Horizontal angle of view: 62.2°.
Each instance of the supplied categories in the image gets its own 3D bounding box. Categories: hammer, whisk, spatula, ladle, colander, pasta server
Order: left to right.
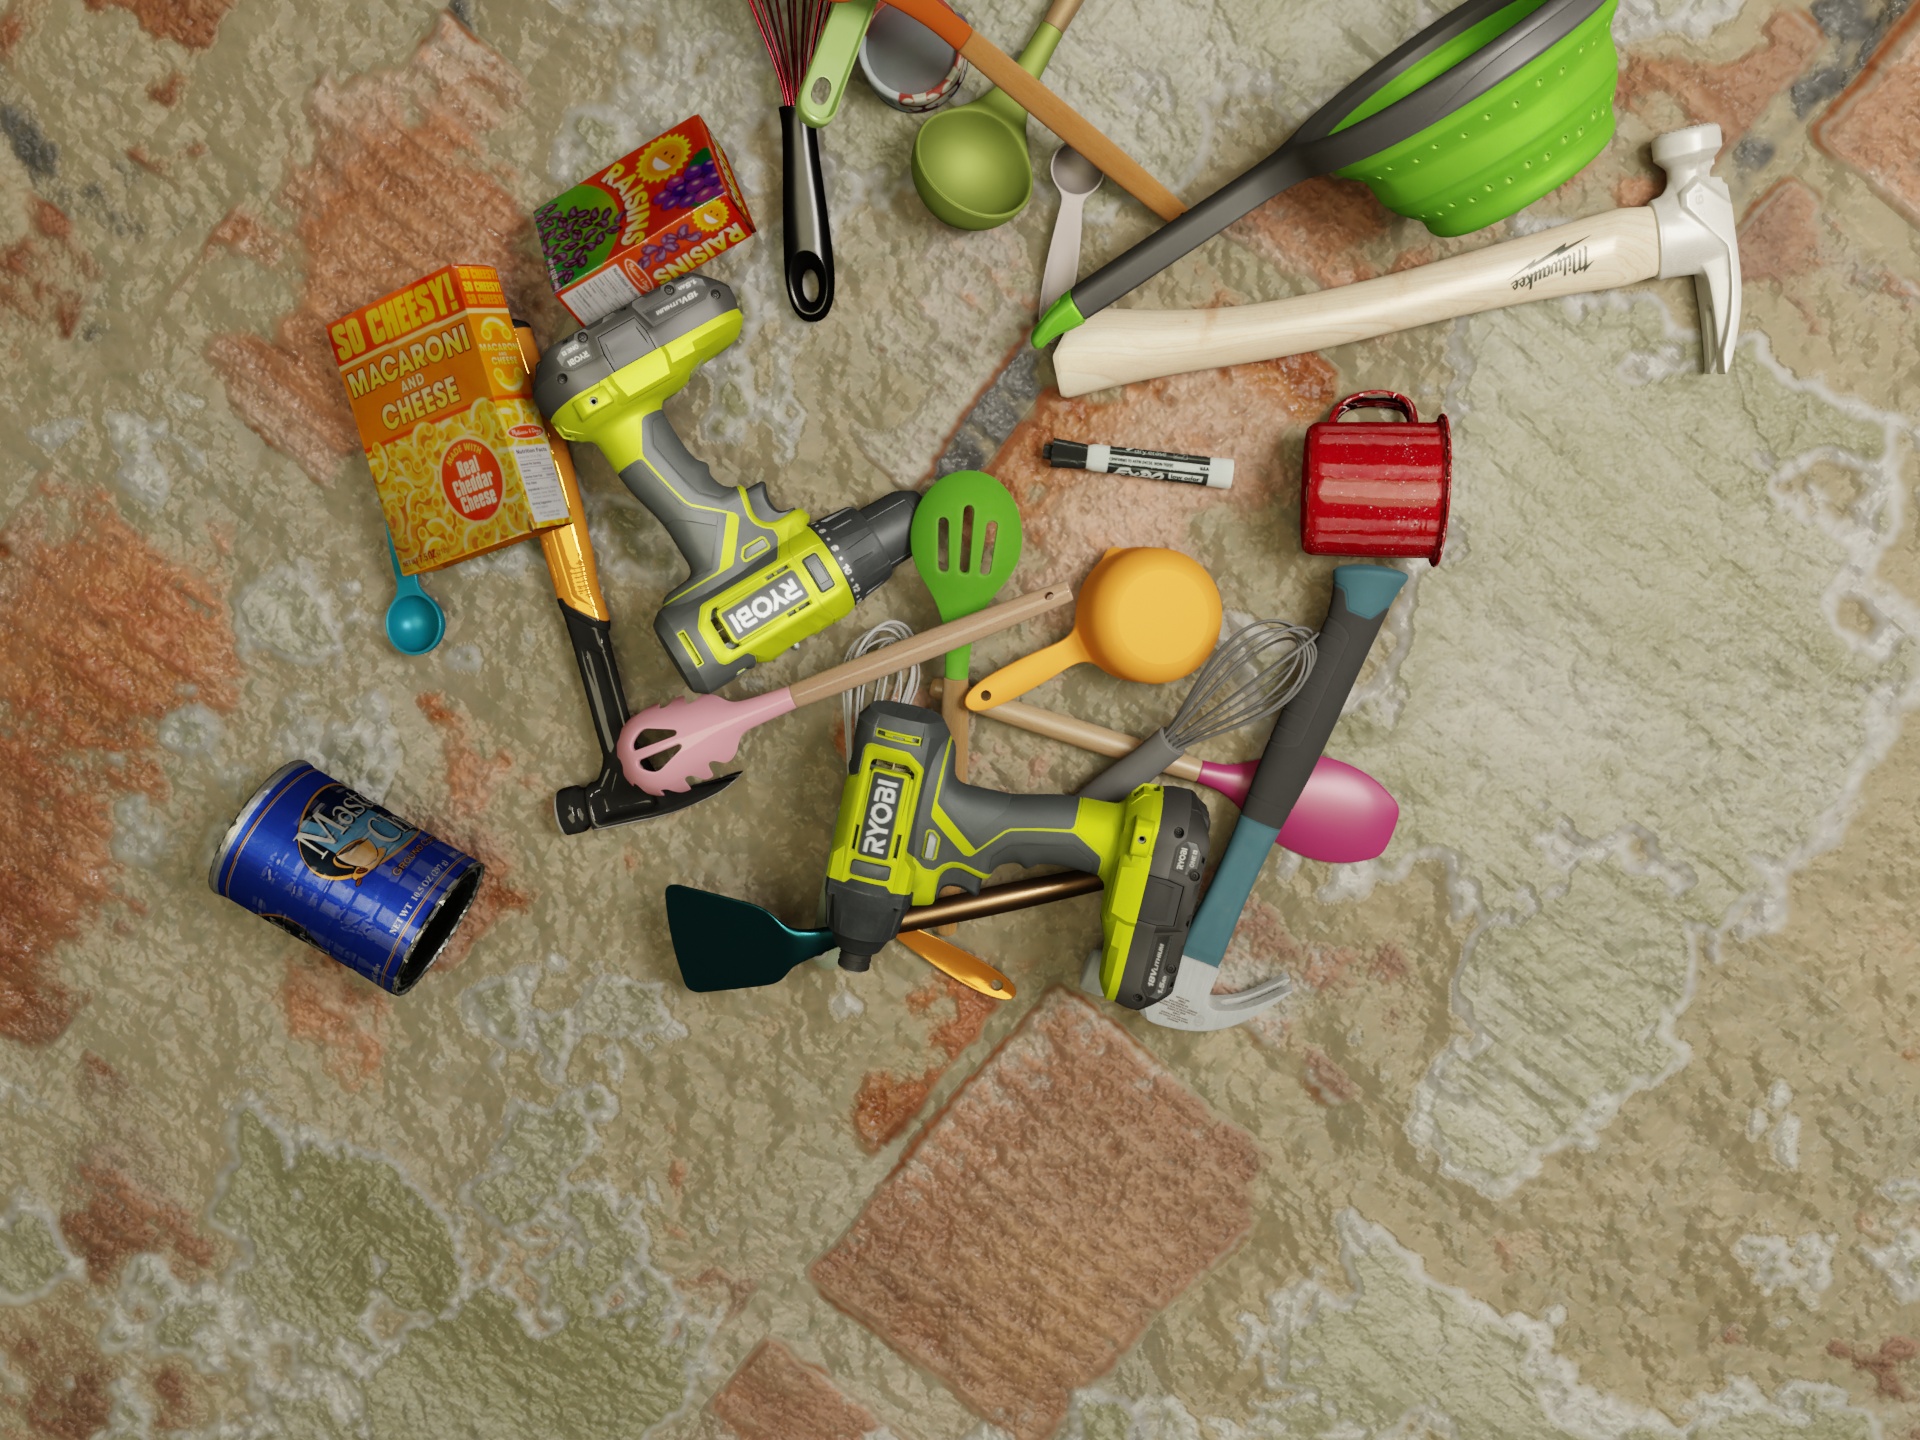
[{"bbox_3d":[-0.246,-0.096,1.045,0.127,0.034,0.337,-13,99,7],"label":"hammer"},{"bbox_3d":[-0.100,-0.395,0.971,0.073,0.073,0.295,-1,106,5],"label":"whisk"},{"bbox_3d":[-0.078,-0.025,0.999,0.316,0.040,0.060,-21,88,9],"label":"pasta server"},{"bbox_3d":[-0.068,0.052,1.055,0.058,0.059,0.246,24,109,38],"label":"whisk"},{"bbox_3d":[-0.033,0.123,1.051,0.317,0.044,0.082,-10,111,-6],"label":"spatula"},{"bbox_3d":[0.023,-0.373,0.908,0.322,0.041,0.081,30,101,-27],"label":"spatula"},{"bbox_3d":[0.071,-0.439,0.949,0.078,0.062,0.320,30,99,-13],"label":"ladle"},{"bbox_3d":[0.132,0.015,1.004,0.055,0.055,0.239,45,119,-4],"label":"whisk"},{"bbox_3d":[0.197,0.051,1.019,0.128,0.033,0.331,22,103,0],"label":"hammer"},{"bbox_3d":[0.225,-0.298,0.910,0.397,0.205,0.094,-30,109,20],"label":"colander"},{"bbox_3d":[0.262,-0.247,0.978,0.410,0.038,0.146,-11,100,7],"label":"hammer"}]

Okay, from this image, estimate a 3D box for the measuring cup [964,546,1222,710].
[{"bbox_3d":[0.084,-0.047,0.997,0.173,0.052,0.095,-27,99,-8],"label":"measuring cup"}]

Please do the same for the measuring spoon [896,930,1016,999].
[{"bbox_3d":[-0.012,0.158,1.087,0.117,0.011,0.021,31,105,-5],"label":"measuring spoon"}]

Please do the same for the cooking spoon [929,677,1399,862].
[{"bbox_3d":[0.132,0.026,1.045,0.319,0.017,0.068,18,104,1],"label":"cooking spoon"}]

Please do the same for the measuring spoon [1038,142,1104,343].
[{"bbox_3d":[0.065,-0.299,0.997,0.034,0.018,0.124,7,108,-6],"label":"measuring spoon"}]

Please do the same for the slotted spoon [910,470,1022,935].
[{"bbox_3d":[-0.002,-0.003,1.029,0.070,0.031,0.313,3,109,0],"label":"slotted spoon"}]

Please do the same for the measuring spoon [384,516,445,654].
[{"bbox_3d":[-0.367,-0.108,1.065,0.042,0.021,0.128,-7,91,15],"label":"measuring spoon"}]

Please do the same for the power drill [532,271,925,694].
[{"bbox_3d":[-0.140,-0.155,0.995,0.190,0.080,0.228,-33,97,-11],"label":"power drill"}]

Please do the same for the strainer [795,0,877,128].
[{"bbox_3d":[-0.033,-0.461,0.900,0.151,0.069,0.256,21,88,-23],"label":"strainer"}]

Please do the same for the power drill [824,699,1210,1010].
[{"bbox_3d":[0.030,0.094,0.986,0.223,0.080,0.171,13,102,3],"label":"power drill"}]
